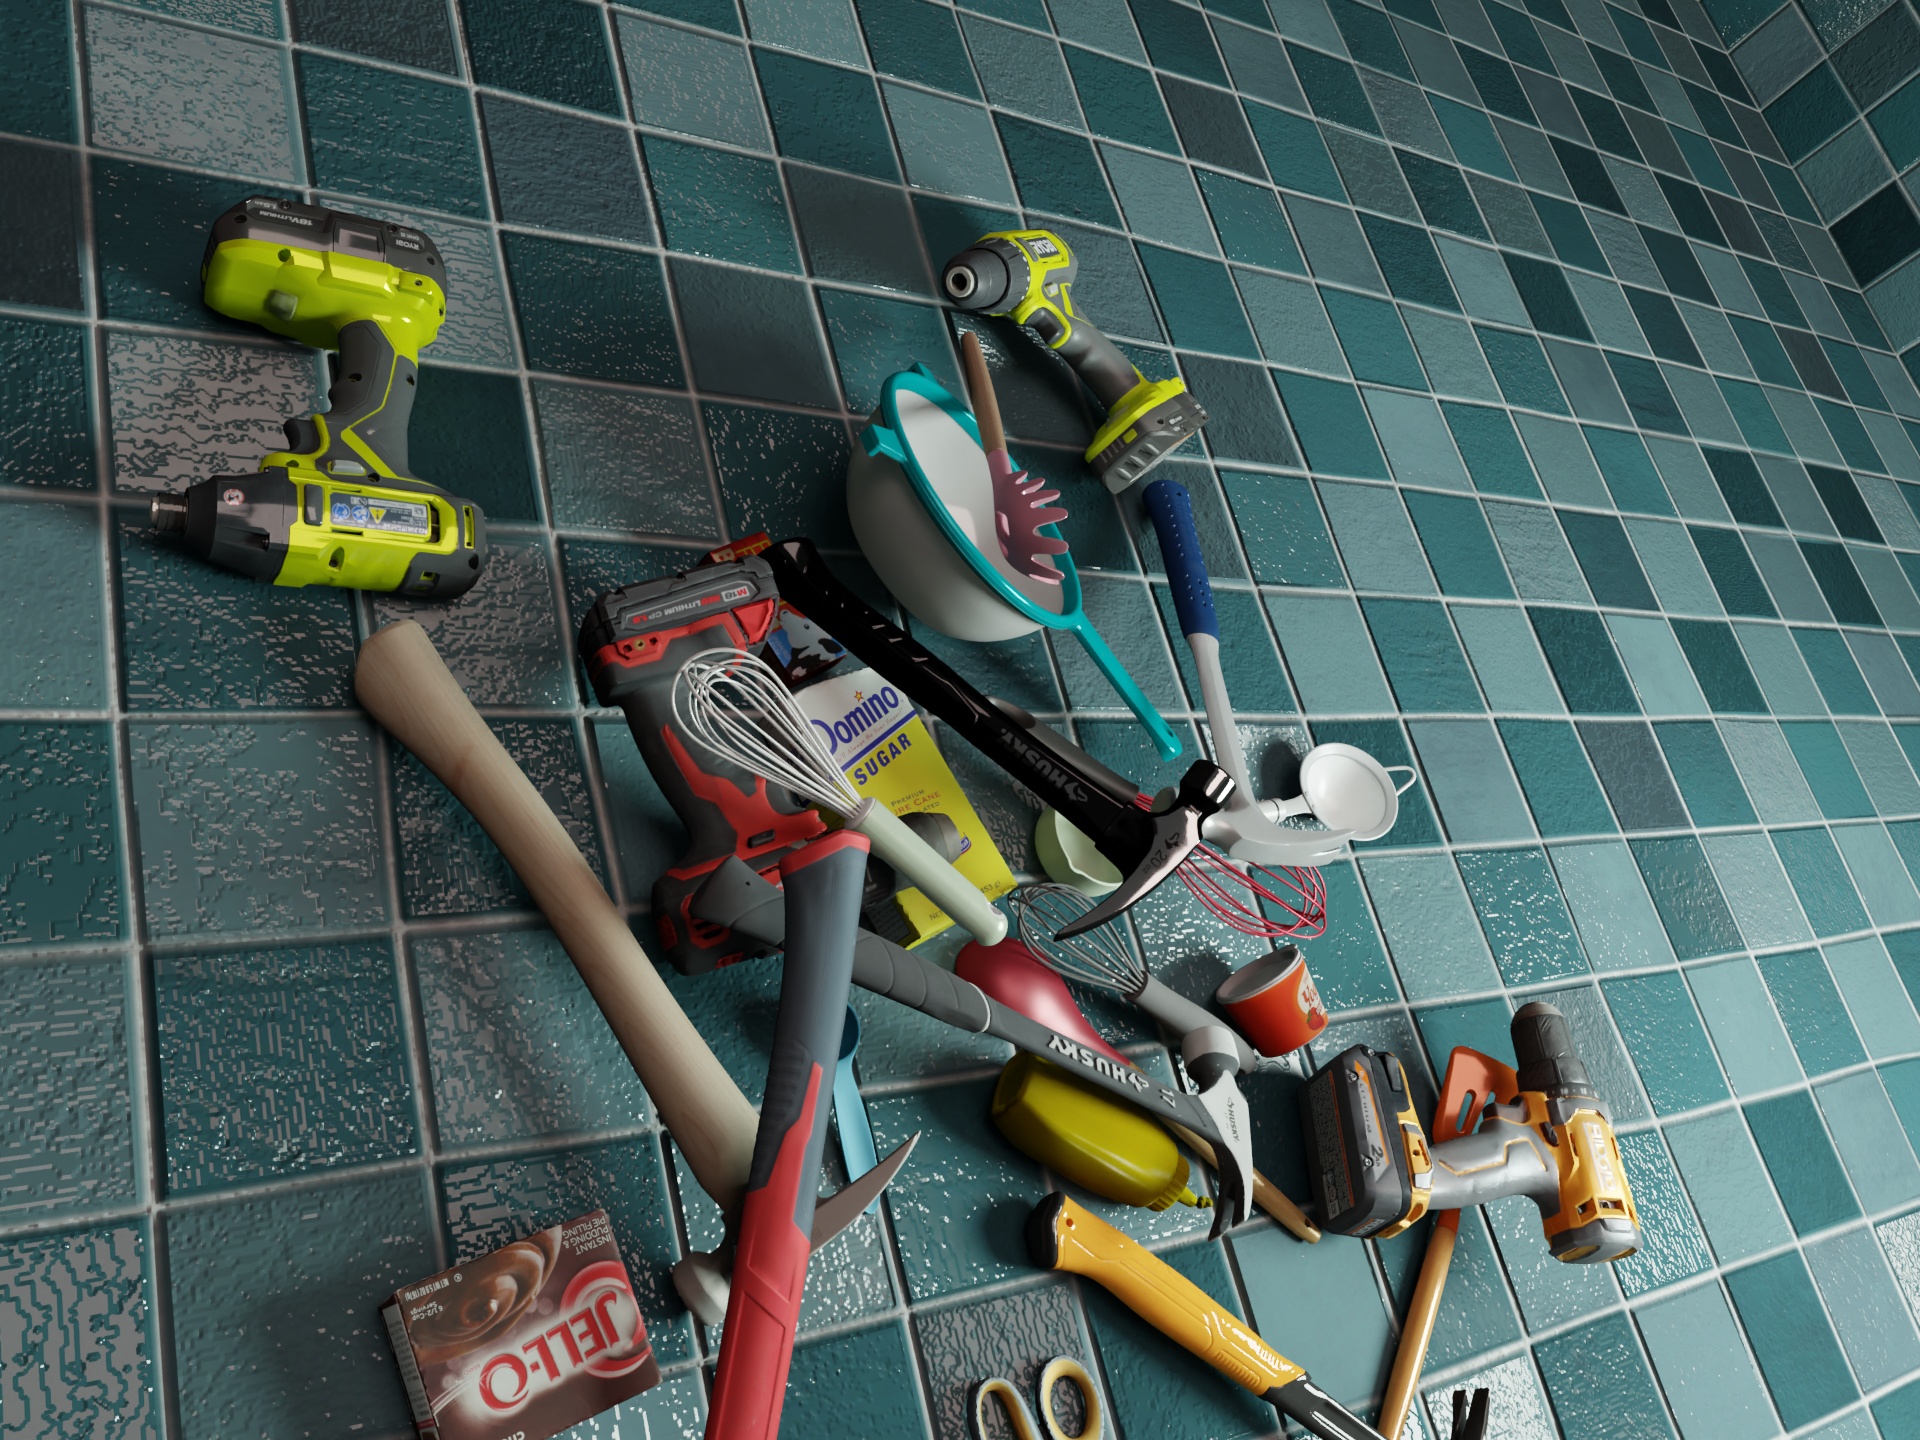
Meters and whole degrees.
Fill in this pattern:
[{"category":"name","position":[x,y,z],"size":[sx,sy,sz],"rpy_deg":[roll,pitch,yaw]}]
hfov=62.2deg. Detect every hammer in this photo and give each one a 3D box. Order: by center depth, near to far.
[{"category":"hammer","position":[-0.075,0.248,0.788],"size":[0.143,0.038,0.386],"rpy_deg":[11,77,-11]},{"category":"hammer","position":[-0.191,0.110,0.858],"size":[0.146,0.038,0.411],"rpy_deg":[-36,81,-3]},{"category":"hammer","position":[0.021,0.179,0.923],"size":[0.408,0.036,0.149],"rpy_deg":[29,34,-26]},{"category":"hammer","position":[0.184,0.390,0.983],"size":[0.336,0.034,0.127],"rpy_deg":[37,56,-8]},{"category":"hammer","position":[-0.002,-0.003,1.003],"size":[0.335,0.035,0.146],"rpy_deg":[38,77,9]},{"category":"hammer","position":[0.186,-0.049,1.179],"size":[0.144,0.035,0.406],"rpy_deg":[16,39,-17]}]

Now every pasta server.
[{"category":"pasta server","position":[0.030,-0.198,1.119],"size":[0.040,0.060,0.317],"rpy_deg":[-1,39,-7]}]

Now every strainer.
[{"category":"strainer","position":[0.025,-0.084,1.126],"size":[0.340,0.095,0.211],"rpy_deg":[51,22,-15]},{"category":"strainer","position":[0.246,0.068,1.227],"size":[0.258,0.050,0.087],"rpy_deg":[-8,63,-32]}]

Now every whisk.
[{"category":"whisk","position":[-0.063,0.048,0.899],"size":[0.246,0.059,0.058],"rpy_deg":[43,7,-16]},{"category":"whisk","position":[0.120,0.175,1.053],"size":[0.238,0.055,0.055],"rpy_deg":[38,48,-26]},{"category":"whisk","position":[0.132,0.065,1.087],"size":[0.295,0.073,0.073],"rpy_deg":[32,50,-8]}]

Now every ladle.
[{"category":"ladle","position":[0.124,0.247,1.045],"size":[0.315,0.031,0.069],"rpy_deg":[42,45,-10]}]

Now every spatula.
[{"category":"spatula","position":[0.336,0.374,1.108],"size":[0.081,0.041,0.323],"rpy_deg":[29,50,5]}]

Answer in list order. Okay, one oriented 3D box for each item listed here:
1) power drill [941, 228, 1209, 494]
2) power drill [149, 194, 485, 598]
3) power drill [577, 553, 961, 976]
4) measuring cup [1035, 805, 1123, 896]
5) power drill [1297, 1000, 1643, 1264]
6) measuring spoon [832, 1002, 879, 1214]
[{"category":"power drill","position":[0.086,-0.298,1.280],"size":[0.228,0.080,0.190],"rpy_deg":[50,30,0]},{"category":"power drill","position":[-0.371,-0.183,0.918],"size":[0.171,0.080,0.223],"rpy_deg":[4,65,-33]},{"category":"power drill","position":[-0.115,0.022,0.945],"size":[0.188,0.080,0.227],"rpy_deg":[-17,80,-23]},{"category":"measuring cup","position":[0.056,0.053,1.104],"size":[0.167,0.038,0.083],"rpy_deg":[46,48,-1]},{"category":"power drill","position":[0.357,0.280,1.119],"size":[0.226,0.084,0.186],"rpy_deg":[8,55,-15]},{"category":"measuring spoon","position":[-0.071,0.225,0.931],"size":[0.042,0.021,0.129],"rpy_deg":[-6,77,-38]}]
